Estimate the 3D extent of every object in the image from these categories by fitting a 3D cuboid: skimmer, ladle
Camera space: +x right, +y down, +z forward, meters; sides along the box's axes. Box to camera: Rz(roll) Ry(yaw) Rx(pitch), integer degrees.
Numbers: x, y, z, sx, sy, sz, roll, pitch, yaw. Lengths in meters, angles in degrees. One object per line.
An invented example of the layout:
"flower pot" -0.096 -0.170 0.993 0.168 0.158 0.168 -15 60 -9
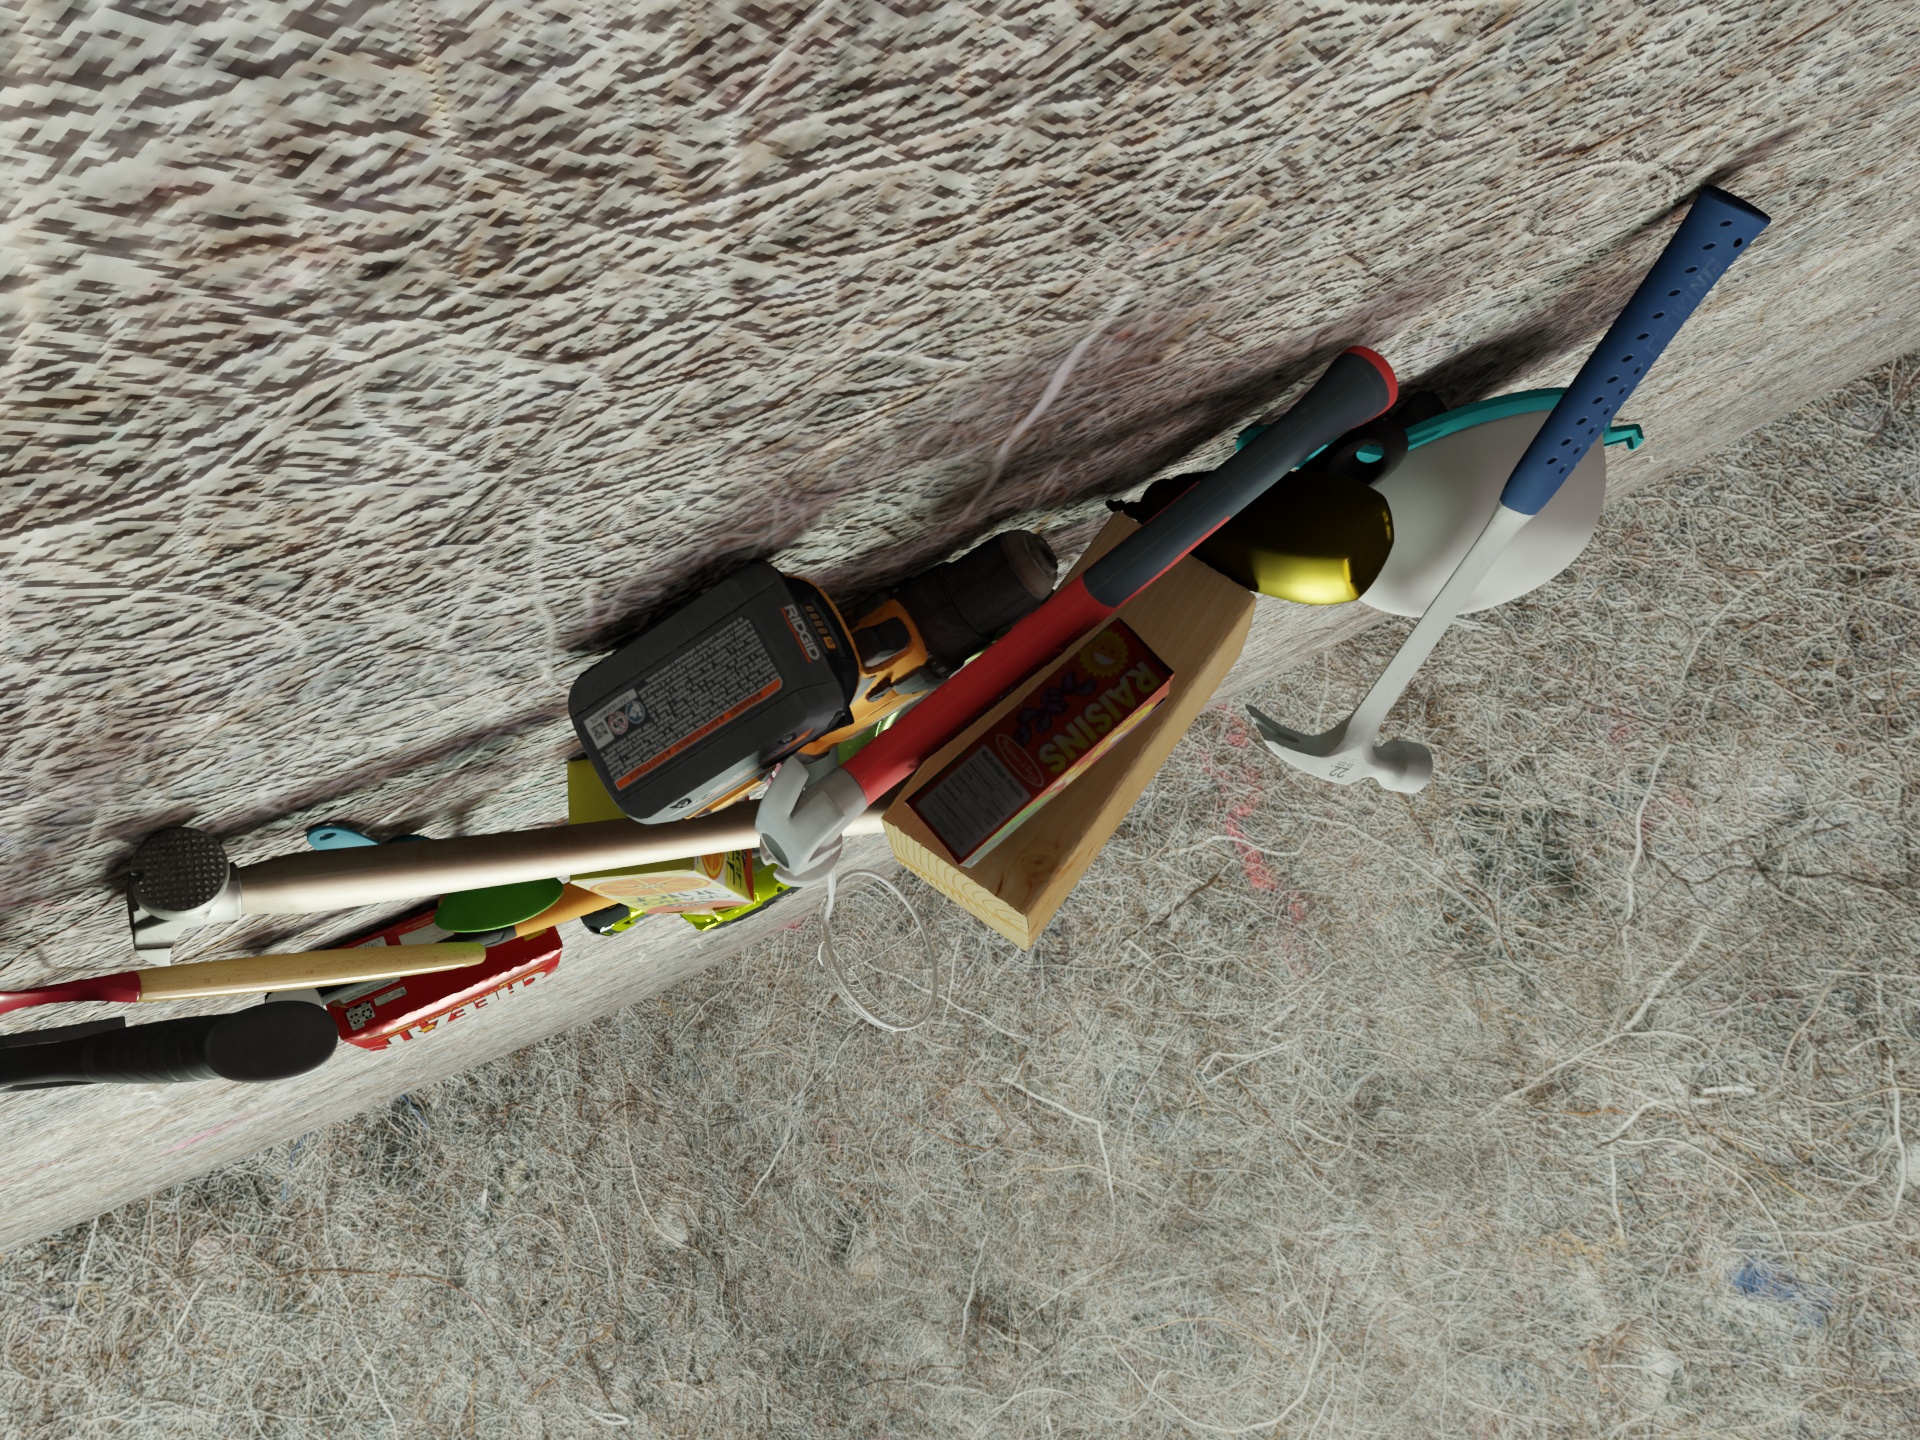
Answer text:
"skimmer" -0.061 0.092 1.105 0.090 0.127 0.363 0 141 -1
"ladle" -0.358 0.120 0.739 0.069 0.031 0.315 -17 167 37

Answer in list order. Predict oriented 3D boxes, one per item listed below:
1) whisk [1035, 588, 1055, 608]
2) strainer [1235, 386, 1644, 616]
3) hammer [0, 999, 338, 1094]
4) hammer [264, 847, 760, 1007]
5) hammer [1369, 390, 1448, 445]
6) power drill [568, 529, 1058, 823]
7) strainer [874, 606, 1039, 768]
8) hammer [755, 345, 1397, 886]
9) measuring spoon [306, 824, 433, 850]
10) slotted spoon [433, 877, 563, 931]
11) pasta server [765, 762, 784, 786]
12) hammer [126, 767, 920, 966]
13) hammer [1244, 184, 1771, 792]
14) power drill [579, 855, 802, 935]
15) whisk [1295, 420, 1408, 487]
"whisk" 0.020 -0.005 1.133 0.070 0.070 0.284 -21 155 -28
"strainer" 0.285 -0.121 0.982 0.340 0.095 0.211 -1 159 -46
"hammer" -0.387 0.152 0.721 0.335 0.035 0.146 -12 172 36
"hammer" -0.295 0.134 1.078 0.337 0.034 0.127 -20 -178 -22
"hammer" 0.212 -0.129 1.155 0.149 0.036 0.409 -20 171 -28
"power drill" -0.057 -0.032 0.764 0.185 0.084 0.226 -31 175 21
"strainer" -0.002 -0.003 1.017 0.151 0.069 0.256 -9 151 -22
"hammer" 0.066 -0.063 0.726 0.386 0.038 0.143 -39 174 -17
"measuring spoon" -0.312 0.063 0.839 0.042 0.021 0.128 -26 164 -1
"slotted spoon" -0.299 0.109 0.975 0.070 0.031 0.314 -17 -179 -24
"pasta server" -0.207 0.072 1.151 0.060 0.040 0.316 -4 163 -36
"hammer" -0.196 0.067 0.813 0.410 0.038 0.146 -6 165 -30
"hammer" 0.311 -0.115 0.917 0.144 0.035 0.405 9 128 -26
"power drill" -0.214 0.127 1.378 0.171 0.080 0.223 -26 170 8
"whisk" 0.150 -0.097 0.921 0.073 0.073 0.296 -20 172 -35
